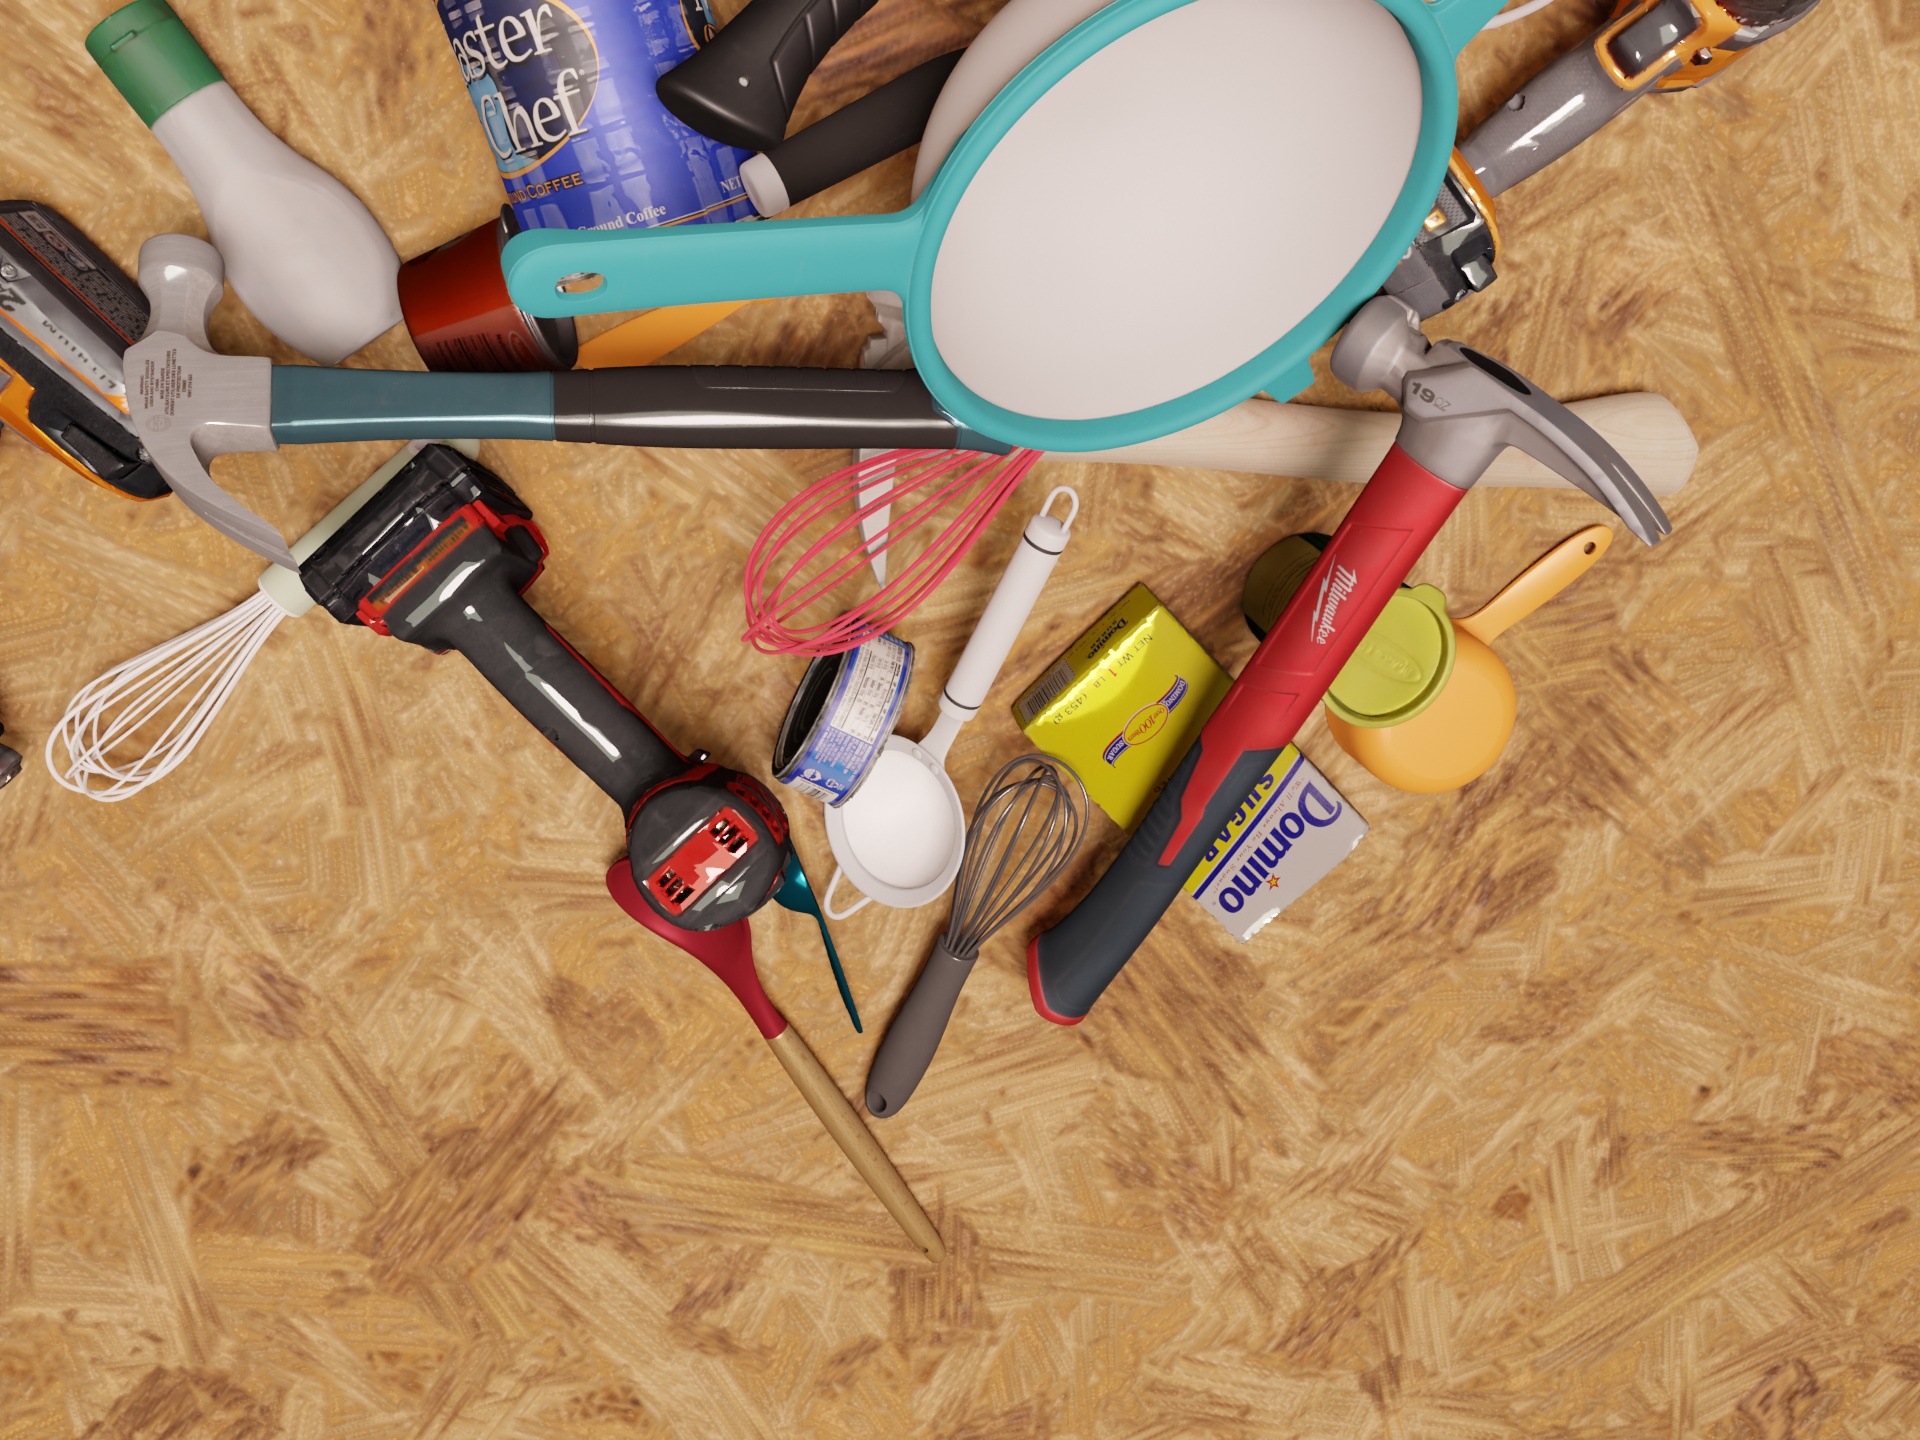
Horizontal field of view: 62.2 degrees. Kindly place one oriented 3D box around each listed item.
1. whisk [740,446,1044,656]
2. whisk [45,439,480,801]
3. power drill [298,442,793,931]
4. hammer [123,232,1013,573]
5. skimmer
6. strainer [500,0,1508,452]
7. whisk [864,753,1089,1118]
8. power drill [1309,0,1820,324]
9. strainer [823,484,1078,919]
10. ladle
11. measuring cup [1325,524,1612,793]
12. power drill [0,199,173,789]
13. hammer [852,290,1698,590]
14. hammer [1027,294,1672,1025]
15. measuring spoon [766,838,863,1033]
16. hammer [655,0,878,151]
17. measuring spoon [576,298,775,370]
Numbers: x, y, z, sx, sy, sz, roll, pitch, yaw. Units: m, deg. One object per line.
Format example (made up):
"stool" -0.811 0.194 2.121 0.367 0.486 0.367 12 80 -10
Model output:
"whisk" 0.025 -0.121 0.688 0.296 0.073 0.073 -35 112 1
"whisk" -0.309 -0.050 0.710 0.246 0.058 0.059 -40 146 4
"power drill" -0.160 -0.005 0.697 0.080 0.188 0.226 -44 93 -2
"hammer" -0.143 -0.123 0.615 0.331 0.033 0.128 -2 72 -11
"skimmer" 0.090 -0.271 0.618 0.363 0.090 0.127 -30 145 -9
"strainer" 0.006 -0.193 0.560 0.340 0.095 0.210 -11 149 -21
"whisk" 0.001 0.117 0.806 0.055 0.055 0.239 17 118 -15
"power drill" 0.252 -0.256 0.646 0.226 0.185 0.084 -36 94 8
"strainer" -0.001 -0.002 0.746 0.087 0.050 0.258 43 126 22
"ladle" -0.084 0.181 0.836 0.069 0.031 0.315 -12 121 34
"measuring cup" 0.267 -0.033 0.800 0.173 0.052 0.095 -41 111 9
"power drill" -0.409 -0.082 0.657 0.226 0.084 0.164 -40 107 11
"hammer" 0.154 -0.125 0.757 0.410 0.038 0.146 2 111 -10
"hammer" 0.138 0.017 0.706 0.143 0.038 0.386 42 126 19
"measuring spoon" -0.076 0.114 0.810 0.021 0.042 0.128 -21 119 -7
"hammer" 0.008 -0.341 0.597 0.146 0.035 0.335 45 79 -23
"measuring spoon" -0.132 -0.173 0.706 0.117 0.011 0.021 -26 112 1
